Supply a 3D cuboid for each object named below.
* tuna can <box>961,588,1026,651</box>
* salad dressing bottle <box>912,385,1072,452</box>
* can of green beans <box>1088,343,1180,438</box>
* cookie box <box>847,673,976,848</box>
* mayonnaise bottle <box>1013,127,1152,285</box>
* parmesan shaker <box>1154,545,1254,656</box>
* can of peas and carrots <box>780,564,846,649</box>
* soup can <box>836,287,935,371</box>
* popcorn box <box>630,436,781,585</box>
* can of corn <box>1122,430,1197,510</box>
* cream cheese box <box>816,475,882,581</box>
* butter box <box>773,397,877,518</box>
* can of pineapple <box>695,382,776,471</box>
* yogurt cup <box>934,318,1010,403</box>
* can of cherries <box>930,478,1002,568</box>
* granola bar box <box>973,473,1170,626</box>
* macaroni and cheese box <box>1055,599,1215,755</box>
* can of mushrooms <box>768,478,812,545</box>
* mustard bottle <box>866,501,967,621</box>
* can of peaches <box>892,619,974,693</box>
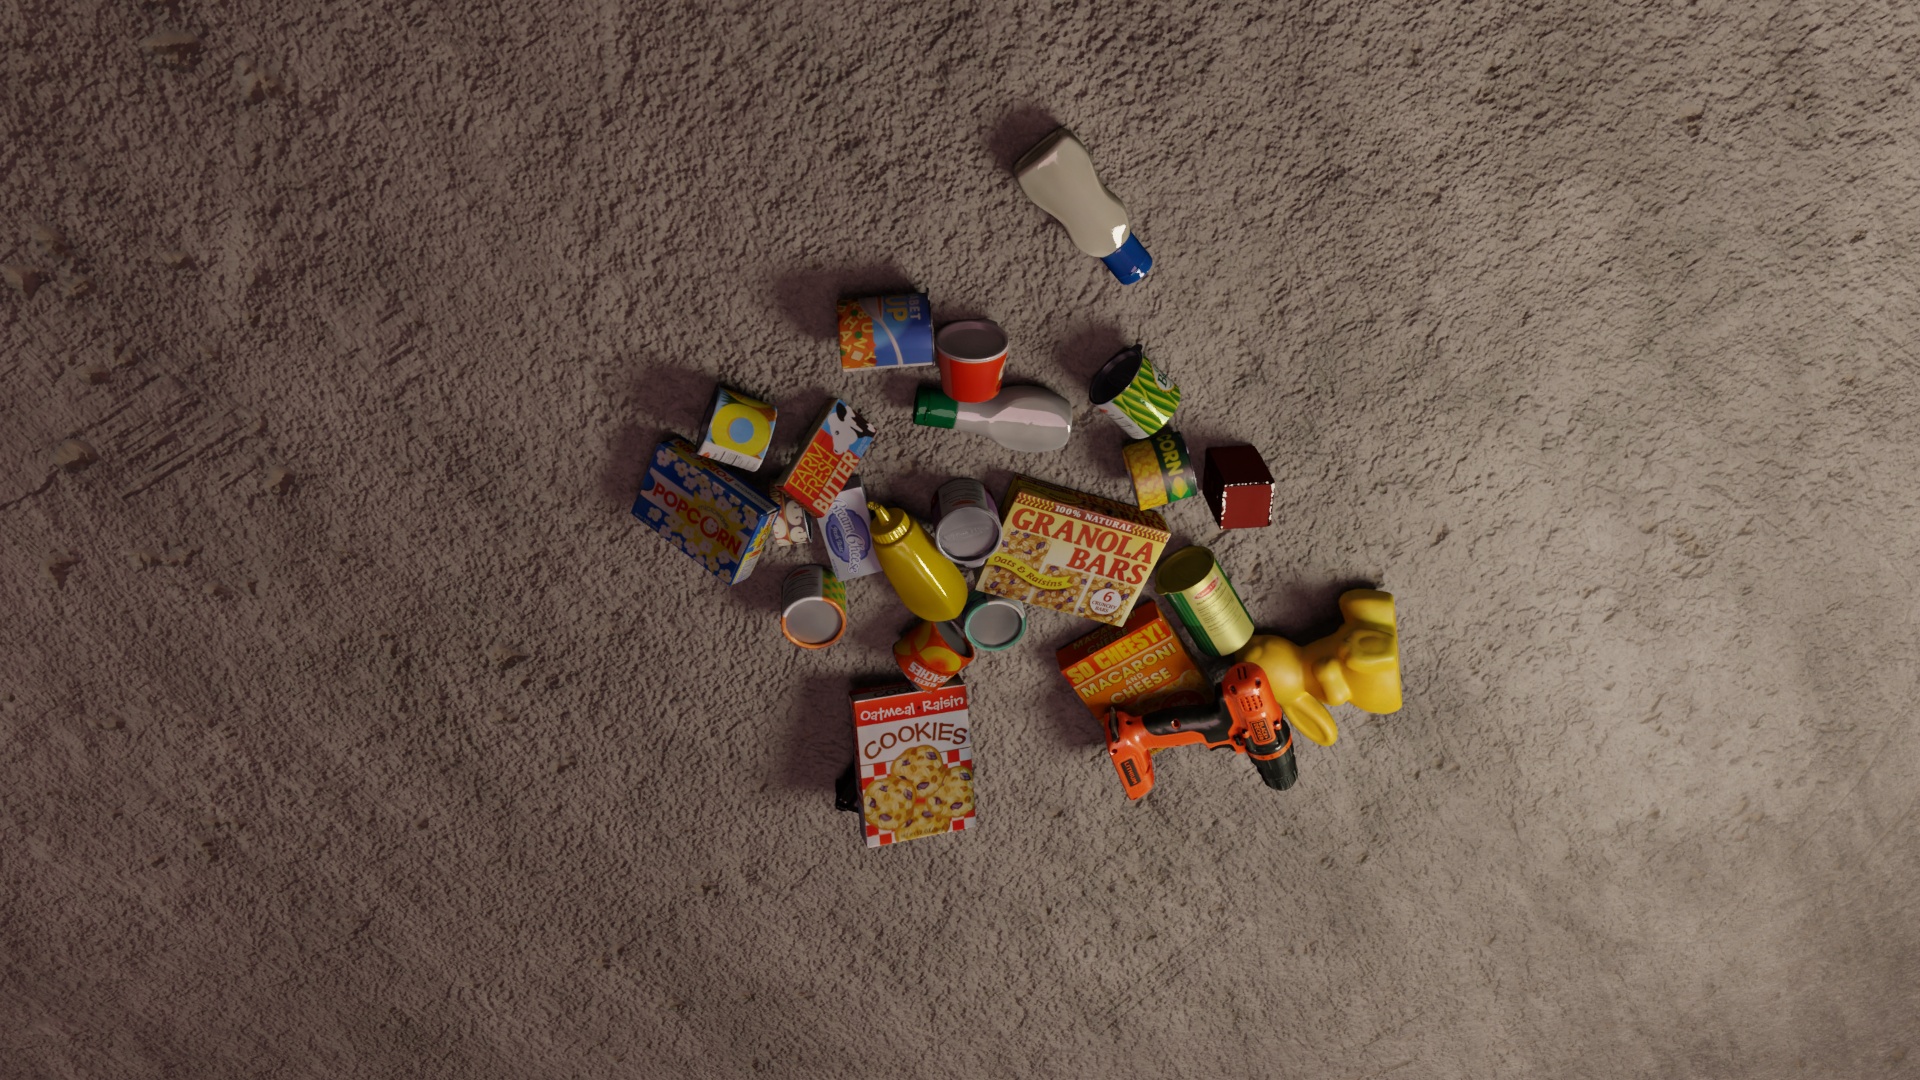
[{"bbox_3d":[0.033,0.083,1.450,0.071,0.033,0.070,-3,122,-5],"label":"tuna can"},{"bbox_3d":[0.030,-0.119,1.317,0.148,0.044,0.064,7,123,-9],"label":"salad dressing bottle"},{"bbox_3d":[0.164,-0.138,1.307,0.057,0.071,0.071,38,111,-26],"label":"can of green beans"},{"bbox_3d":[-0.052,0.235,1.492,0.123,0.040,0.167,-8,104,-15],"label":"cookie box"},{"bbox_3d":[0.113,-0.288,1.222,0.064,0.041,0.148,-36,120,17],"label":"mayonnaise bottle"},{"bbox_3d":[0.252,0.066,1.445,0.071,0.071,0.102,-29,122,12],"label":"parmesan shaker"},{"bbox_3d":[-0.147,0.069,1.405,0.071,0.059,0.070,-3,123,-4],"label":"can of peas and carrots"},{"bbox_3d":[-0.067,-0.190,1.248,0.084,0.072,0.071,-5,123,-3],"label":"soup can"},{"bbox_3d":[-0.240,-0.028,1.310,0.127,0.038,0.084,35,118,12],"label":"popcorn box"},{"bbox_3d":[0.194,-0.069,1.352,0.058,0.071,0.071,-16,123,4],"label":"can of corn"},{"bbox_3d":[-0.111,-0.011,1.379,0.053,0.024,0.103,-15,123,1],"label":"cream cheese box"},{"bbox_3d":[-0.126,-0.077,1.303,0.053,0.024,0.104,38,71,-25],"label":"butter box"},{"bbox_3d":[-0.207,-0.105,1.286,0.058,0.071,0.070,18,118,-18],"label":"can of pineapple"},{"bbox_3d":[0.010,-0.163,1.276,0.072,0.073,0.053,-3,130,-5],"label":"yogurt cup"},{"bbox_3d":[0.005,-0.017,1.369,0.071,0.059,0.071,-4,122,-6],"label":"can of cherries"},{"bbox_3d":[0.111,0.012,1.411,0.166,0.039,0.123,15,120,-15],"label":"granola bar box"},{"bbox_3d":[0.198,0.155,1.511,0.123,0.040,0.166,-30,121,13],"label":"macaroni and cheese box"},{"bbox_3d":[-0.164,-0.030,1.336,0.033,0.071,0.070,-7,123,0],"label":"can of mushrooms"},{"bbox_3d":[-0.049,0.014,1.374,0.065,0.049,0.159,-2,136,33],"label":"mustard bottle"},{"bbox_3d":[-0.027,0.117,1.442,0.058,0.071,0.071,-41,118,17],"label":"can of peaches"}]
